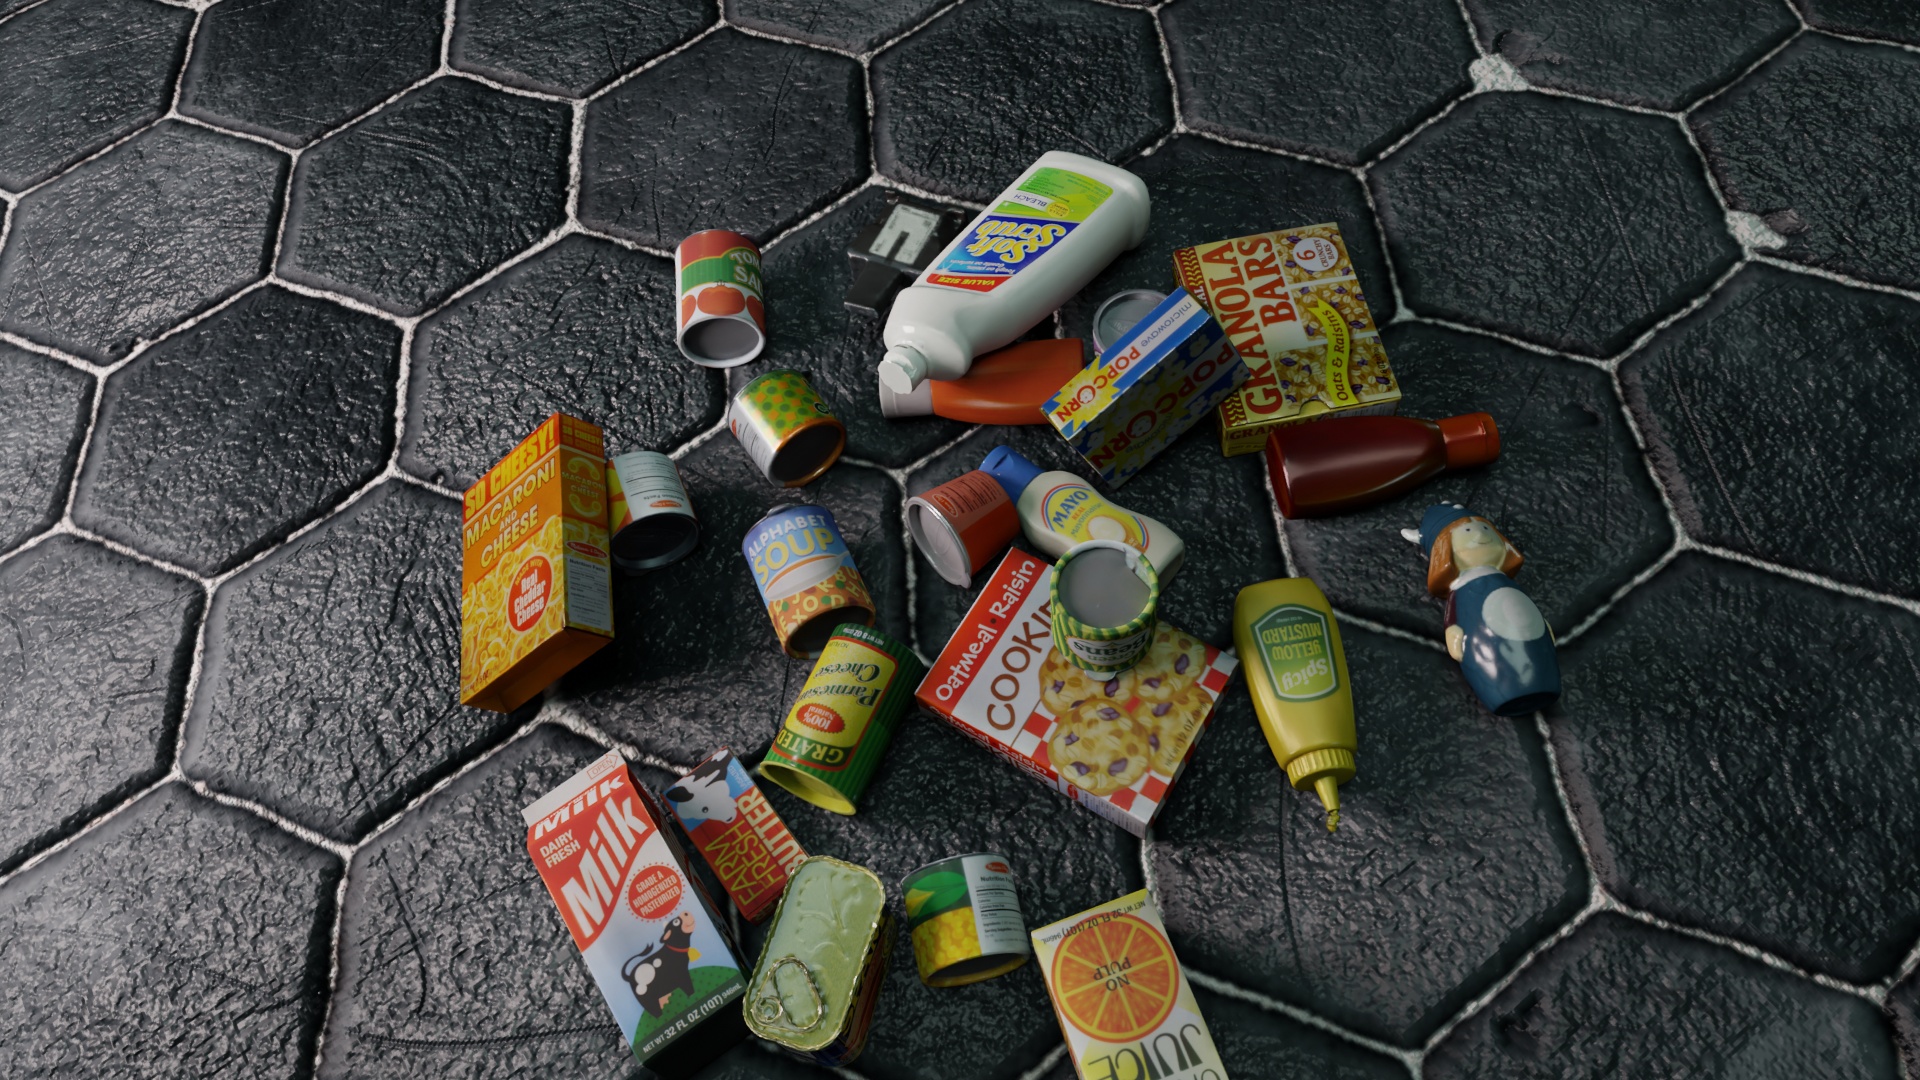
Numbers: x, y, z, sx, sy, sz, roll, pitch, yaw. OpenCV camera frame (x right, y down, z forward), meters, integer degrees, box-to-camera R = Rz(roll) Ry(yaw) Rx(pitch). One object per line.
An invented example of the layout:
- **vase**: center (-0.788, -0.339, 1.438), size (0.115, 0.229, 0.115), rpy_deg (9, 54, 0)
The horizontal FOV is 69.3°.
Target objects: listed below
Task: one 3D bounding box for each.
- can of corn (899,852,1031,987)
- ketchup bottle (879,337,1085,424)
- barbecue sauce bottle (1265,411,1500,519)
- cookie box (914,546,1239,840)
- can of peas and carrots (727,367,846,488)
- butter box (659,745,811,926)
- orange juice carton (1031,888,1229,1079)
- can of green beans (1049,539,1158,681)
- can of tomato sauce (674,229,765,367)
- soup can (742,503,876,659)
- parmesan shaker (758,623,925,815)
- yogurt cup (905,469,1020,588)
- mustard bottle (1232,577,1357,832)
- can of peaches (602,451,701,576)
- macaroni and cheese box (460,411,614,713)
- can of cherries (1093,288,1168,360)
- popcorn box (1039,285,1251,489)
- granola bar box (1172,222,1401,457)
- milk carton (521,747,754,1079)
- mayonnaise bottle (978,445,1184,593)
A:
- **can of corn**: center (0.001, 0.222, 0.807), size (0.071, 0.071, 0.058), rpy_deg (-14, 61, -1)
- **ketchup bottle**: center (0.017, -0.112, 1.005), size (0.149, 0.043, 0.065), rpy_deg (-4, 54, 5)
- **barbecue sauce bottle**: center (0.287, -0.057, 0.944), size (0.149, 0.043, 0.065), rpy_deg (-10, 67, 0)
- **cookie box**: center (0.073, 0.094, 0.885), size (0.167, 0.040, 0.123), rpy_deg (27, 67, 19)
- **can of peas and carrots**: center (-0.121, -0.081, 0.990), size (0.071, 0.070, 0.059), rpy_deg (-33, 63, -12)
- **butter box**: center (-0.138, 0.183, 0.866), size (0.053, 0.024, 0.104), rpy_deg (-36, 63, -14)
- **orange juice carton**: center (0.105, 0.297, 0.747), size (0.072, 0.072, 0.193), rpy_deg (-20, 61, -5)
- **can of green beans**: center (0.088, 0.041, 0.855), size (0.071, 0.057, 0.071), rpy_deg (-2, 61, 4)
- **can of tomato sauce**: center (-0.181, -0.184, 1.054), size (0.071, 0.071, 0.083), rpy_deg (-9, 61, 2)
- **soup can**: center (-0.101, 0.026, 0.924), size (0.071, 0.071, 0.084), rpy_deg (-24, 61, -7)
- **parmesan shaker**: center (-0.075, 0.111, 0.877), size (0.071, 0.071, 0.103), rpy_deg (19, 64, 16)
- **yogurt cup**: center (0.003, -0.012, 0.939), size (0.054, 0.072, 0.072), rpy_deg (-33, 62, -21)
- **mustard bottle**: center (0.213, 0.101, 0.859), size (0.065, 0.048, 0.161), rpy_deg (-11, 60, 2)
- **can of peaches**: center (-0.222, -0.019, 0.968), size (0.071, 0.071, 0.058), rpy_deg (-23, 61, -6)
- **macaroni and cheese box**: center (-0.287, 0.015, 0.935), size (0.123, 0.040, 0.167), rpy_deg (-32, 54, 31)
- **can of cherries**: center (0.127, -0.135, 0.998), size (0.071, 0.058, 0.072), rpy_deg (-2, 61, 4)
- **popcorn box**: center (0.127, -0.101, 0.939), size (0.126, 0.085, 0.038), rpy_deg (-40, 55, 8)
- **granola bar box**: center (0.232, -0.148, 1.004), size (0.124, 0.039, 0.166), rpy_deg (-10, 60, 1)
- **milk carton**: center (-0.192, 0.215, 0.826), size (0.072, 0.073, 0.191), rpy_deg (-33, 62, -12)
- **mayonnaise bottle**: center (0.077, -0.012, 0.943), size (0.148, 0.041, 0.065), rpy_deg (36, 71, 22)
